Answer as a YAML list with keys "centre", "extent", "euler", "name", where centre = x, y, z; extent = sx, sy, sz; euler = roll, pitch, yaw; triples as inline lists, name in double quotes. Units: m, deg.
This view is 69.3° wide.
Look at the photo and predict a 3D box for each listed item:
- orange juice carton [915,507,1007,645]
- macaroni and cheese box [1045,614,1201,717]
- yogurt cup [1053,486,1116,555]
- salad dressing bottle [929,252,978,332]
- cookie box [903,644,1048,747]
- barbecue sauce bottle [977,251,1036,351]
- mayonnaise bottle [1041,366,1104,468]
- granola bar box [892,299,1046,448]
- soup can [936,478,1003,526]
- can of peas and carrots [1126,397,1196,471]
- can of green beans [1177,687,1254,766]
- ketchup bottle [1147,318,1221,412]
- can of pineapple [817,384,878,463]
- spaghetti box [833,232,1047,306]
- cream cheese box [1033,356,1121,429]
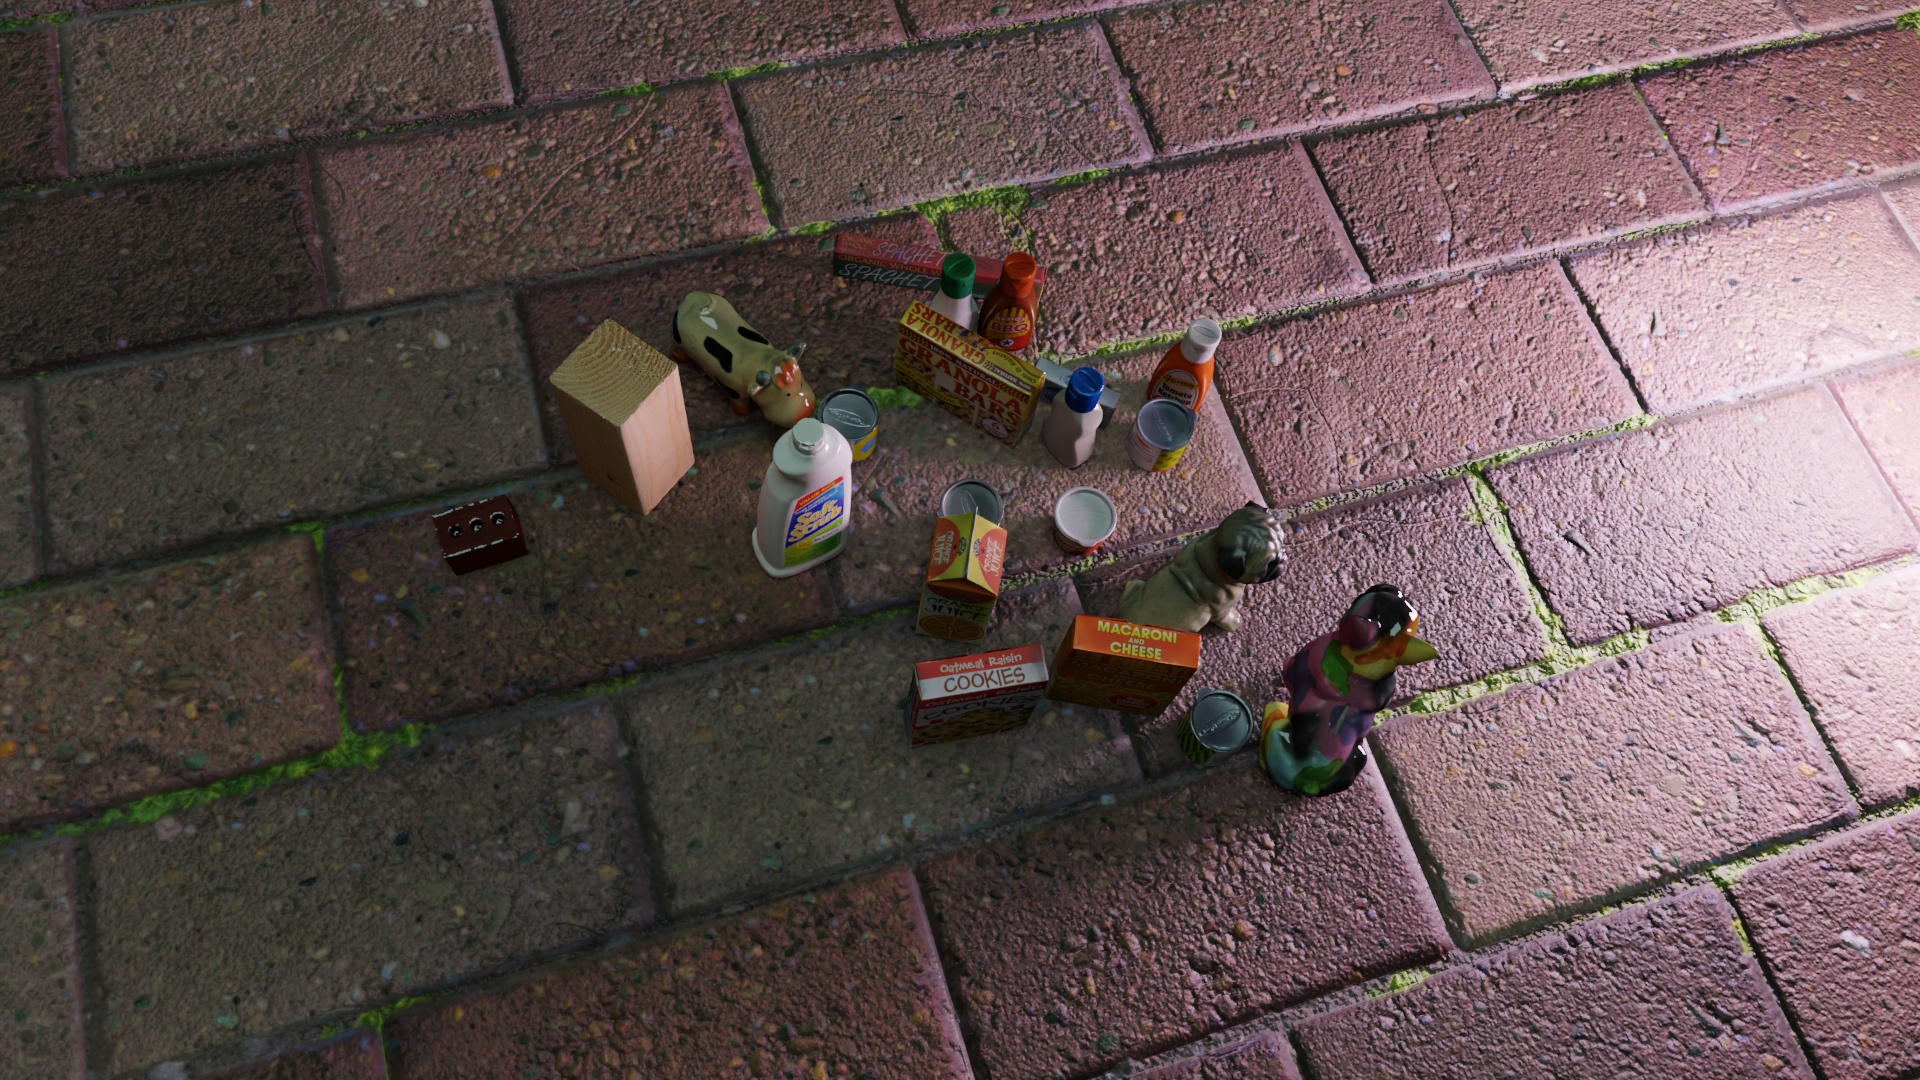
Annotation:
- centre: [0.002, 0.036, 1.394]
  extent: [0.073, 0.191, 0.072]
  euler: [11, 66, -1]
  name: "orange juice carton"
- centre: [0.159, 0.126, 1.386]
  extent: [0.124, 0.165, 0.040]
  euler: [9, 66, -2]
  name: "macaroni and cheese box"
- centre: [0.131, -0.018, 1.509]
  extent: [0.072, 0.053, 0.072]
  euler: [2, 66, -5]
  name: "yogurt cup"
- centre: [-0.008, -0.265, 1.553]
  extent: [0.064, 0.147, 0.044]
  euler: [-33, 74, -18]
  name: "salad dressing bottle"
- centre: [0.012, 0.152, 1.357]
  extent: [0.123, 0.166, 0.040]
  euler: [-8, 68, -10]
  name: "cookie box"
- centre: [0.057, -0.268, 1.561]
  extent: [0.065, 0.148, 0.044]
  euler: [0, 66, -6]
  name: "barbecue sauce bottle"
- centre: [0.125, -0.136, 1.510]
  extent: [0.041, 0.147, 0.065]
  euler: [-34, 74, -19]
  name: "mayonnaise bottle"
- centre: [0.006, -0.180, 1.530]
  extent: [0.166, 0.123, 0.039]
  euler: [30, 67, 7]
  name: "granola bar box"
- centre: [0.005, -0.019, 1.479]
  extent: [0.071, 0.083, 0.071]
  euler: [2, 66, -5]
  name: "soup can"
- centre: [0.226, -0.119, 1.563]
  extent: [0.071, 0.058, 0.071]
  euler: [2, 66, -5]
  name: "can of peas and carrots"
- centre: [0.261, 0.193, 1.427]
  extent: [0.071, 0.057, 0.071]
  euler: [2, 66, -5]
  name: "can of green beans"
- centre: [0.254, -0.195, 1.550]
  extent: [0.065, 0.148, 0.044]
  euler: [24, 66, 4]
  name: "ketchup bottle"
- centre: [-0.123, -0.127, 1.528]
  extent: [0.071, 0.057, 0.071]
  euler: [2, 66, -5]
  name: "can of pineapple"
- centre: [-0.026, -0.316, 1.628]
  extent: [0.250, 0.050, 0.029]
  euler: [9, 66, -2]
  name: "spaghetti box"
- centre: [0.127, -0.166, 1.576]
  extent: [0.104, 0.053, 0.024]
  euler: [26, 66, 5]
  name: "cream cheese box"
